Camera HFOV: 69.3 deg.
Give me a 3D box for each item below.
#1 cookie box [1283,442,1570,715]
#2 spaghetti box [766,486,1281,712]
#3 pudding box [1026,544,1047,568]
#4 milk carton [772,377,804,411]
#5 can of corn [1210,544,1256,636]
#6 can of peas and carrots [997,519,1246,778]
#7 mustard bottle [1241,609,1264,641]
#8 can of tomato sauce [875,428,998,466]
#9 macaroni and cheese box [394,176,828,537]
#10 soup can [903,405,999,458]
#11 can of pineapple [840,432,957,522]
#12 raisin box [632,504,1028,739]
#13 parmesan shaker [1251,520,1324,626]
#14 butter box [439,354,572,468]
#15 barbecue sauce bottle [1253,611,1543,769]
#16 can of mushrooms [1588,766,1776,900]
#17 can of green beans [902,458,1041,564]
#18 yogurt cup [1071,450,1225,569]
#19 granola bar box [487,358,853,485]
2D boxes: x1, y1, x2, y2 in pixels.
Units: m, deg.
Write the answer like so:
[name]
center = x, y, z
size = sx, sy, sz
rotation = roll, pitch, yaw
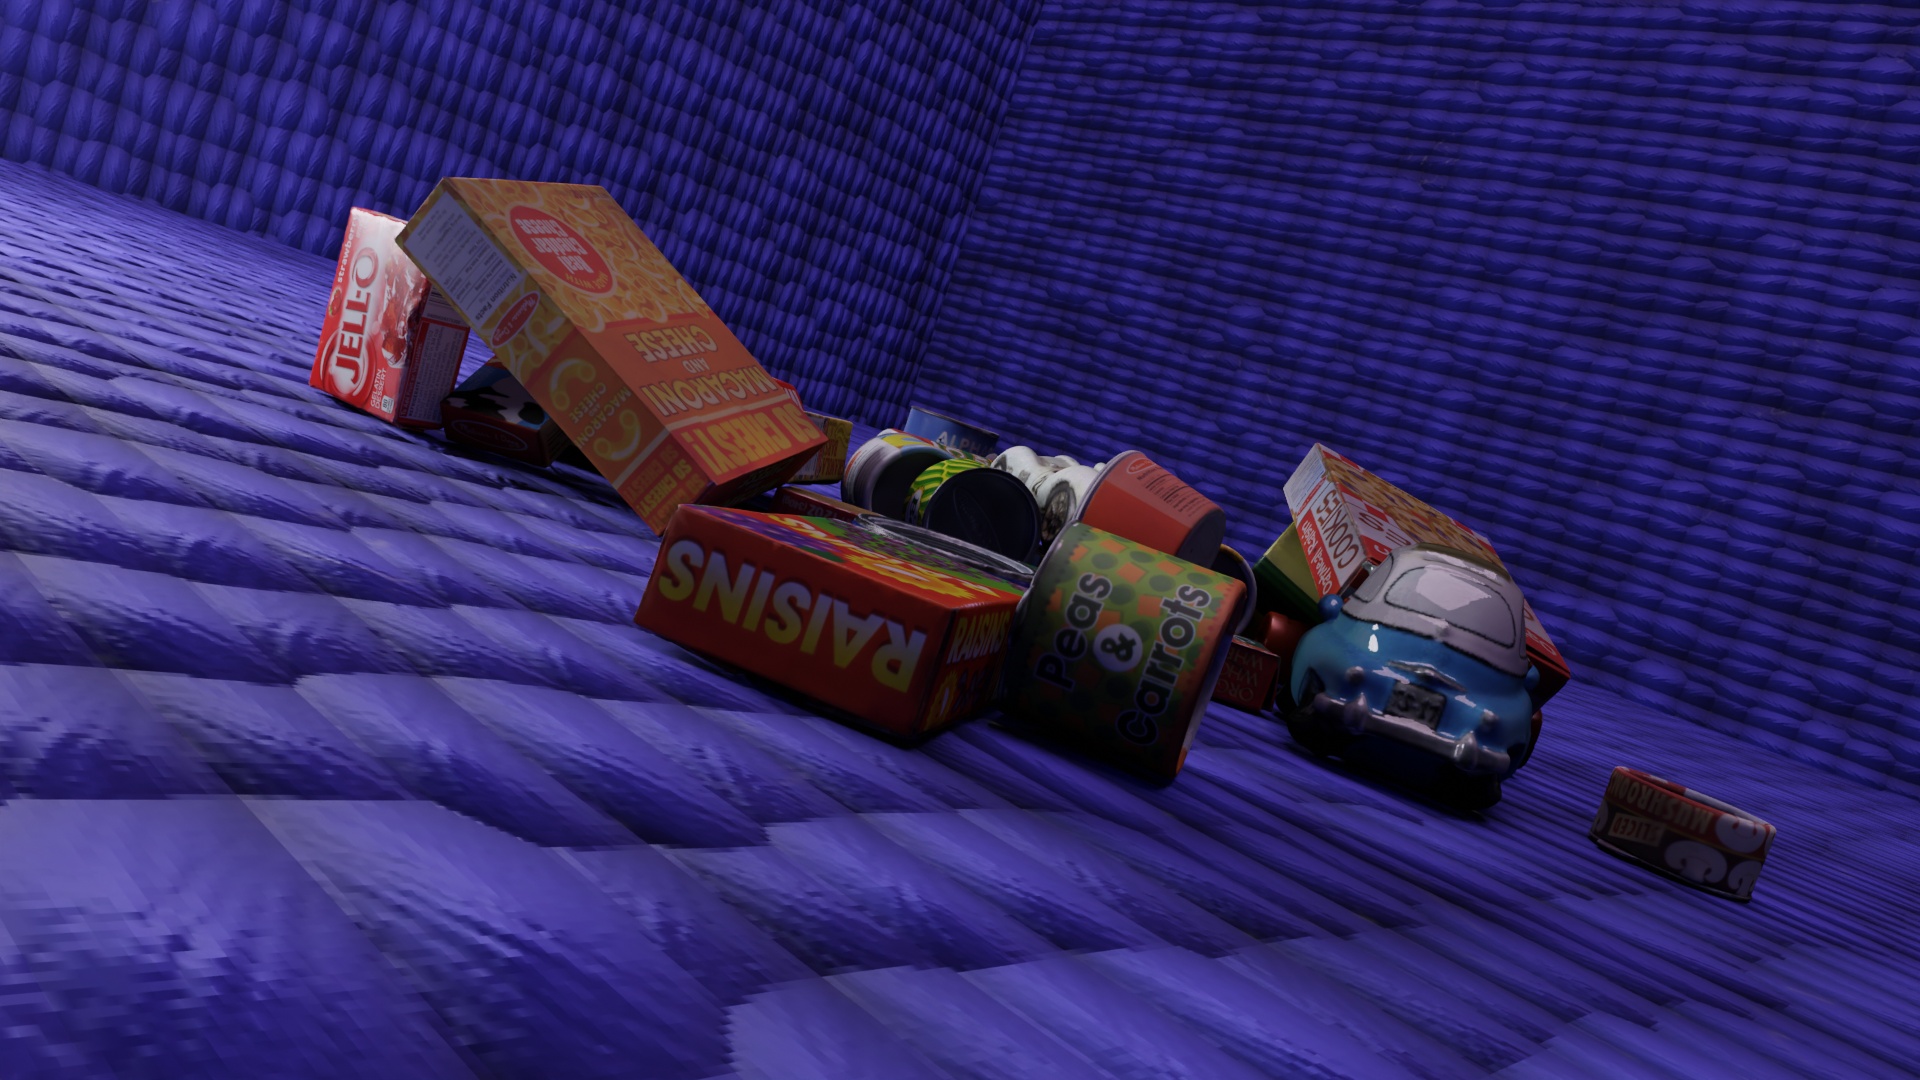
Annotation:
[cookie box]
center = 0.248, 0.017, 0.758
size = 0.123, 0.040, 0.168
rotation = 29, 23, -7
[spaghetti box]
center = 0.029, 0.026, 0.659
size = 0.250, 0.028, 0.050
rotation = 19, 3, 1
[pudding box]
center = 0.051, 0.022, 0.789
size = 0.050, 0.030, 0.084
rotation = 19, 5, -15
[milk carton]
center = -0.172, -0.082, 0.853
size = 0.191, 0.073, 0.072
rotation = 20, 4, 8
[can of corn]
center = 0.129, 0.029, 0.812
size = 0.071, 0.071, 0.058
rotation = 18, 5, -16
[can of peas and carrots]
center = 0.051, 0.033, 0.432
size = 0.059, 0.071, 0.071
rotation = 21, 5, 14
[mustard bottle]
center = 0.173, 0.042, 0.922
size = 0.065, 0.048, 0.160
rotation = 16, 6, 1
[can of tomato sauce]
center = -0.018, -0.033, 0.913
size = 0.083, 0.071, 0.071
rotation = 16, 5, -29
[macaroni and cheese box]
center = -0.147, -0.085, 0.614
size = 0.166, 0.040, 0.124
rotation = 48, 21, 2
[soup can]
center = -0.015, -0.046, 0.988
size = 0.071, 0.083, 0.071
rotation = 18, 5, -1
[can of pineapple]
center = -0.030, -0.027, 0.815
size = 0.071, 0.071, 0.058
rotation = 17, 5, -20
[raisin box]
center = -0.030, 0.022, 0.422
size = 0.086, 0.040, 0.123
rotation = 21, 4, 14
[parmesan shaker]
center = 0.225, 0.038, 0.834
size = 0.103, 0.071, 0.071
rotation = 42, 9, 10
[butter box]
center = -0.194, -0.076, 0.660
size = 0.053, 0.024, 0.104
rotation = 16, 40, 11
[barbecue sauce bottle]
center = 0.233, 0.080, 0.755
size = 0.148, 0.043, 0.065
rotation = 19, 10, 3
[can of mushrooms]
center = 0.306, 0.124, 0.593
size = 0.071, 0.033, 0.071
rotation = 19, 5, -2
[can of green beans]
center = 0.005, -0.010, 0.763
size = 0.071, 0.071, 0.058
rotation = 18, 4, -15
[yogurt cup]
center = 0.091, -0.003, 0.671
size = 0.054, 0.072, 0.072
rotation = 29, 9, 27
[granola bar box]
center = -0.153, -0.061, 0.749
size = 0.166, 0.039, 0.124
rotation = 10, 3, 6
